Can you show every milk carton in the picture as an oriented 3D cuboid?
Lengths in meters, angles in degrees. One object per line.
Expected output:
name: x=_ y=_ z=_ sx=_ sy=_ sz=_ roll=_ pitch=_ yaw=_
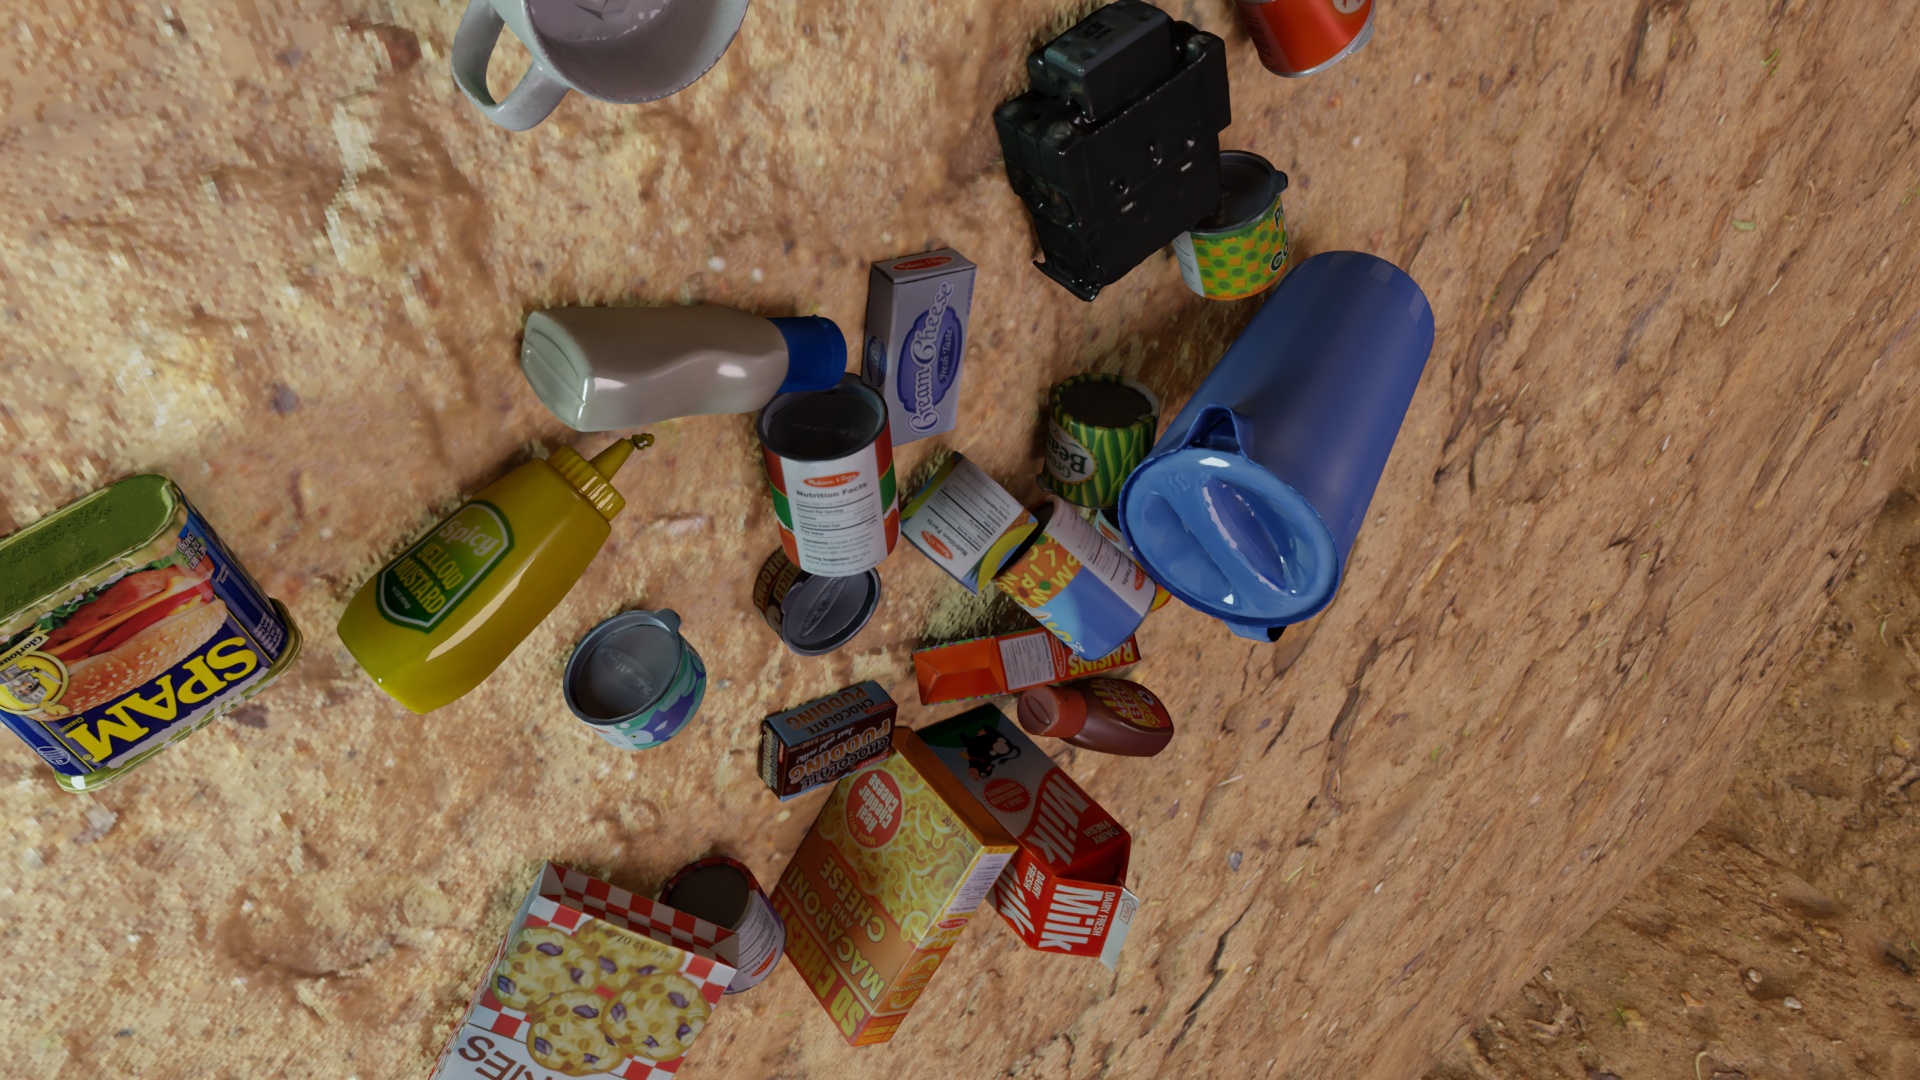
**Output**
milk carton: x=0.047 y=0.201 z=0.932 sx=0.074 sy=0.191 sz=0.072 roll=-17 pitch=133 yaw=-36

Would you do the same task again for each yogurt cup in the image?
yogurt cup: x=0.180 y=-0.291 z=0.741 sx=0.072 sy=0.072 sz=0.054 roll=-51 pitch=135 yaw=4

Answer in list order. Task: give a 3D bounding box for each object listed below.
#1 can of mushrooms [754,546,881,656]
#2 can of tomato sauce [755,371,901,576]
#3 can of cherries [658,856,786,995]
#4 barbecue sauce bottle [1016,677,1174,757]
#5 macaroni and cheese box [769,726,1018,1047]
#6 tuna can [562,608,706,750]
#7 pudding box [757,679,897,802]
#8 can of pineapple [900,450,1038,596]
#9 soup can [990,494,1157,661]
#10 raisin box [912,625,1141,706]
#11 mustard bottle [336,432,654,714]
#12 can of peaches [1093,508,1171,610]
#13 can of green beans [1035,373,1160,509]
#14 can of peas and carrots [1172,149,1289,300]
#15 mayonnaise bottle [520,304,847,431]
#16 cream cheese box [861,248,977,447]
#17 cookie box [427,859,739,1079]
can of mushrooms: x=-0.082 y=0.029 z=0.786 sx=0.071 sy=0.033 sz=0.070 roll=-26 pitch=138 yaw=-26
can of tomato sauce: x=-0.066 y=-0.034 z=0.722 sx=0.071 sy=0.071 sz=0.082 roll=-29 pitch=139 yaw=-23
can of cherries: x=-0.152 y=0.241 z=0.874 sx=0.072 sy=0.071 sz=0.058 roll=-35 pitch=136 yaw=-17
barbecue sauce bottle: x=0.097 y=0.128 z=1.021 sx=0.148 sy=0.065 sz=0.043 roll=13 pitch=120 yaw=-52
macaroni and cheese box: x=-0.050 y=0.225 z=0.914 sx=0.040 sy=0.124 sz=0.166 roll=15 pitch=111 yaw=-48
tuna can: x=-0.165 y=0.070 z=0.713 sx=0.071 sy=0.071 sz=0.032 roll=-41 pitch=143 yaw=-10
pudding box: x=-0.083 y=0.125 z=0.871 sx=0.084 sy=0.030 sz=0.049 roll=-16 pitch=133 yaw=-35
can of pineapple: x=0.003 y=-0.010 z=0.810 sx=0.058 sy=0.071 sz=0.071 roll=-49 pitch=143 yaw=1
soup can: x=0.065 y=0.024 z=0.843 sx=0.083 sy=0.071 sz=0.071 roll=40 pitch=92 yaw=-15
raisin box: x=0.044 y=0.077 z=0.908 sx=0.124 sy=0.086 sz=0.040 roll=-8 pitch=84 yaw=-41
mustard bottle: x=-0.201 y=0.003 z=0.625 sx=0.160 sy=0.065 sz=0.048 roll=-46 pitch=148 yaw=-13
can of peaches: x=0.121 y=0.006 z=0.938 sx=0.071 sy=0.071 sz=0.057 roll=-14 pitch=131 yaw=-37
can of green beans: x=0.085 y=-0.061 z=0.845 sx=0.071 sy=0.071 sz=0.057 roll=-23 pitch=135 yaw=-30
can of peas and carrots: x=0.158 y=-0.183 z=0.808 sx=0.071 sy=0.071 sz=0.058 roll=-41 pitch=143 yaw=-9
mayonnaise bottle: x=-0.119 y=-0.081 z=0.632 sx=0.148 sy=0.065 sz=0.041 roll=-11 pitch=132 yaw=-44
cream cheese box: x=-0.024 y=-0.100 z=0.738 sx=0.053 sy=0.024 sz=0.103 roll=-19 pitch=134 yaw=-33
cookie box: x=-0.223 y=0.282 z=0.814 sx=0.123 sy=0.040 sz=0.167 roll=26 pitch=105 yaw=-16
